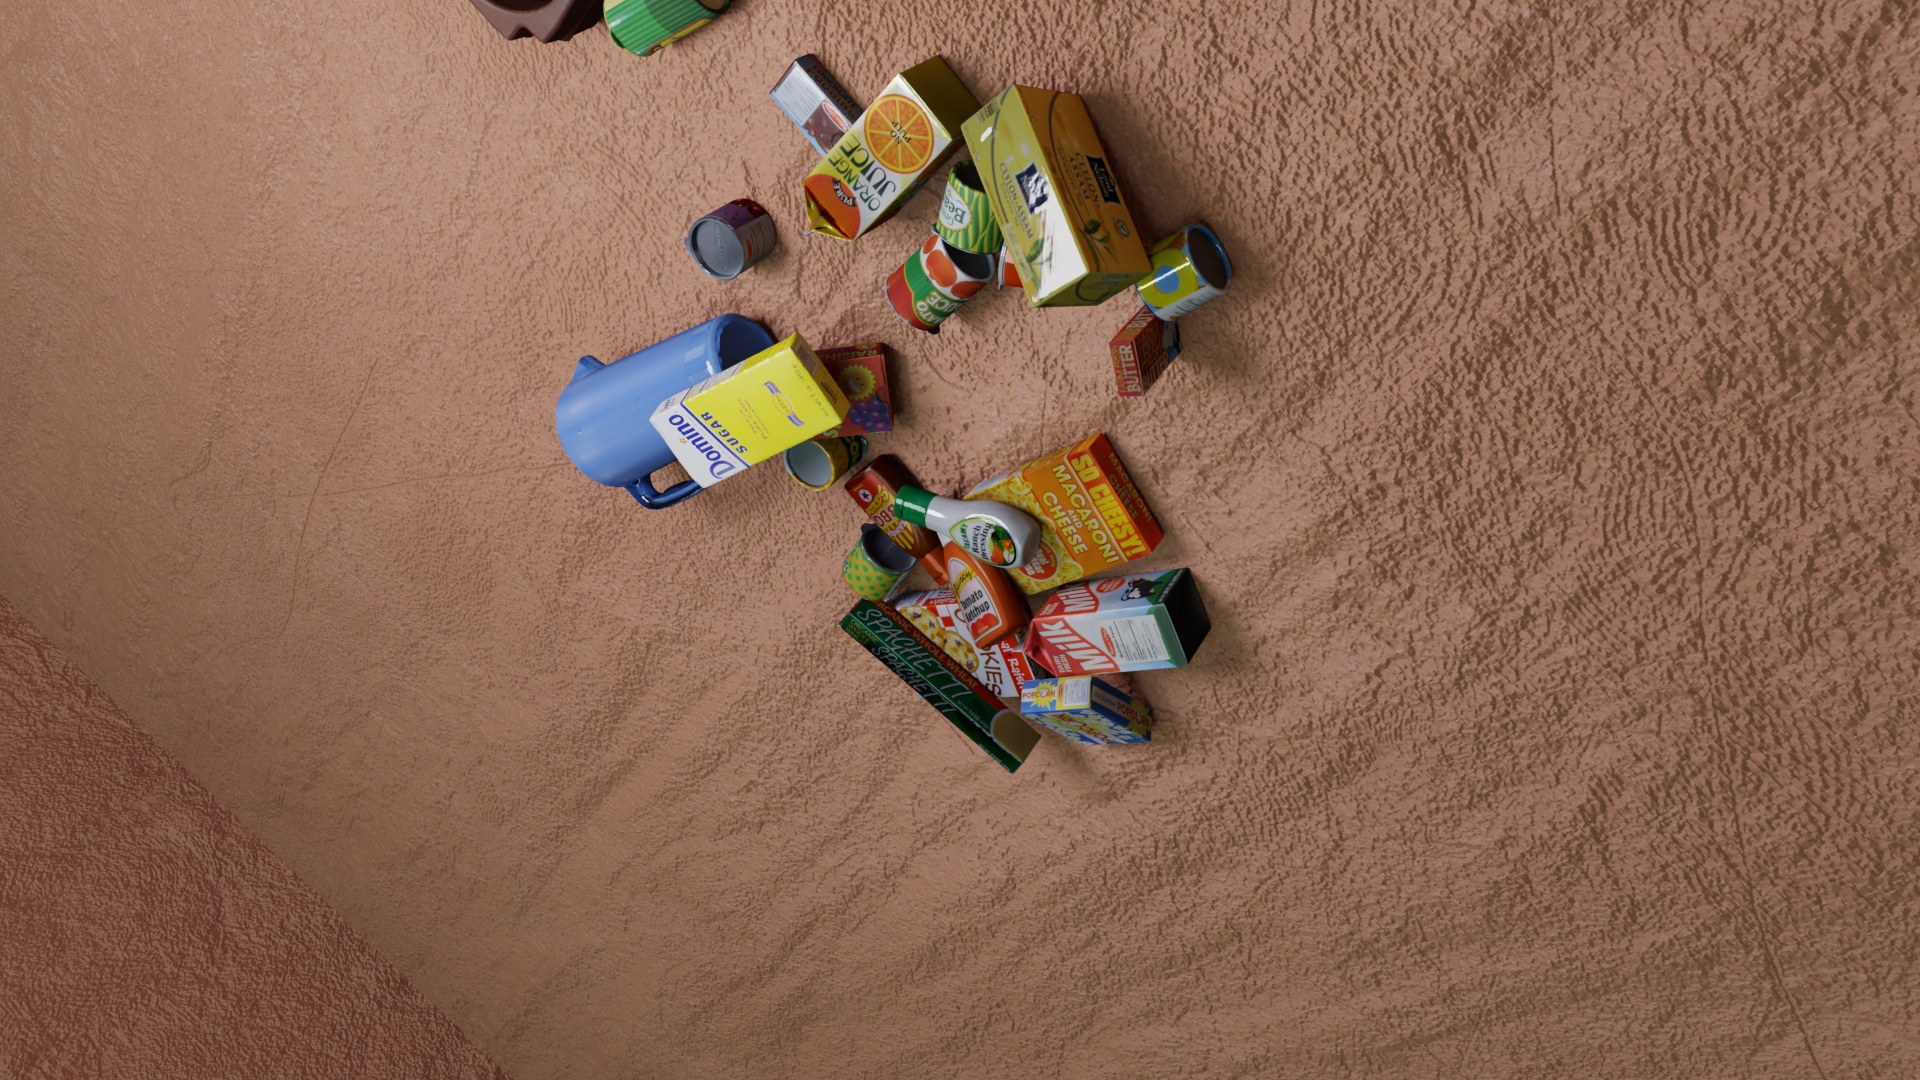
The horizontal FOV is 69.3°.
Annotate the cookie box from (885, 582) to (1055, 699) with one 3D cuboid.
[{"bbox_3d":[0.007,0.111,1.518,0.167,0.040,0.122,-7,116,36],"label":"cookie box"}]

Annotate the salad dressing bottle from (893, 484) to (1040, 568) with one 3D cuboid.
[{"bbox_3d":[0.005,-0.017,1.377,0.148,0.044,0.064,19,129,22],"label":"salad dressing bottle"}]

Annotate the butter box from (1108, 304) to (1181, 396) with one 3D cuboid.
[{"bbox_3d":[0.160,-0.167,1.194,0.024,0.104,0.053,2,120,30],"label":"butter box"}]

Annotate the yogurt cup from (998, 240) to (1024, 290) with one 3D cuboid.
[{"bbox_3d":[0.069,-0.251,1.223,0.054,0.073,0.072,17,128,11],"label":"yogurt cup"}]

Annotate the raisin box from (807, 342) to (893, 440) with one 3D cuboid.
[{"bbox_3d":[-0.133,-0.148,1.394,0.123,0.040,0.085,-7,119,0],"label":"raisin box"}]

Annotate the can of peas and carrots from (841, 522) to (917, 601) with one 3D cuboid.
[{"bbox_3d":[-0.090,0.022,1.499,0.071,0.071,0.058,40,133,3],"label":"can of peas and carrots"}]

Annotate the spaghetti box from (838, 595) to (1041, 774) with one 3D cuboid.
[{"bbox_3d":[-0.022,0.152,1.500,0.250,0.050,0.028,41,132,2],"label":"spaghetti box"}]

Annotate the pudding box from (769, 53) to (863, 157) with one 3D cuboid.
[{"bbox_3d":[-0.129,-0.395,1.269,0.083,0.030,0.049,48,131,-5],"label":"pudding box"}]

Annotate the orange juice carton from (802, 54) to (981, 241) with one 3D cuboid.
[{"bbox_3d":[-0.071,-0.337,1.244,0.073,0.072,0.192,50,131,-5],"label":"orange juice carton"}]

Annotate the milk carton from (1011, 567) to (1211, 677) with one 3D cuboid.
[{"bbox_3d":[0.144,0.085,1.394,0.190,0.073,0.073,-10,114,35],"label":"milk carton"}]

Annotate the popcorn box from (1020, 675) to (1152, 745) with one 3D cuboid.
[{"bbox_3d":[0.132,0.177,1.441,0.085,0.038,0.126,-10,152,36],"label":"popcorn box"}]

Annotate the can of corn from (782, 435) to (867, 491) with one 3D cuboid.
[{"bbox_3d":[-0.142,-0.093,1.460,0.071,0.058,0.070,16,127,22],"label":"can of corn"}]

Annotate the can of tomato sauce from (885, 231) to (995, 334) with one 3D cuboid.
[{"bbox_3d":[-0.017,-0.241,1.278,0.071,0.071,0.082,49,131,-6],"label":"can of tomato sauce"}]

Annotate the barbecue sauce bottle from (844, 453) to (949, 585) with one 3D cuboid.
[{"bbox_3d":[-0.055,-0.019,1.465,0.148,0.044,0.064,50,138,-7],"label":"barbecue sauce bottle"}]

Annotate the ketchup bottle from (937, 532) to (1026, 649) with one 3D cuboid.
[{"bbox_3d":[0.014,0.033,1.424,0.064,0.044,0.149,-38,71,46],"label":"ketchup bottle"}]

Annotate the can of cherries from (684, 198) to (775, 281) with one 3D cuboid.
[{"bbox_3d":[-0.228,-0.299,1.375,0.071,0.059,0.071,16,128,22],"label":"can of cherries"}]

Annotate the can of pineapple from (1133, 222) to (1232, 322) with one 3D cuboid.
[{"bbox_3d":[0.185,-0.227,1.165,0.057,0.071,0.071,-24,105,39],"label":"can of pineapple"}]

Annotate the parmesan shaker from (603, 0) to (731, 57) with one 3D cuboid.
[{"bbox_3d":[-0.266,-0.489,1.263,0.103,0.072,0.071,-12,113,36],"label":"parmesan shaker"}]

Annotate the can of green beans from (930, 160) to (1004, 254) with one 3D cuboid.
[{"bbox_3d":[0.017,-0.294,1.223,0.071,0.071,0.057,28,130,12],"label":"can of green beans"}]

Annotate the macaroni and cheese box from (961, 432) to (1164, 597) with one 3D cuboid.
[{"bbox_3d":[0.100,-0.024,1.370,0.166,0.040,0.123,-21,107,40],"label":"macaroni and cheese box"}]
